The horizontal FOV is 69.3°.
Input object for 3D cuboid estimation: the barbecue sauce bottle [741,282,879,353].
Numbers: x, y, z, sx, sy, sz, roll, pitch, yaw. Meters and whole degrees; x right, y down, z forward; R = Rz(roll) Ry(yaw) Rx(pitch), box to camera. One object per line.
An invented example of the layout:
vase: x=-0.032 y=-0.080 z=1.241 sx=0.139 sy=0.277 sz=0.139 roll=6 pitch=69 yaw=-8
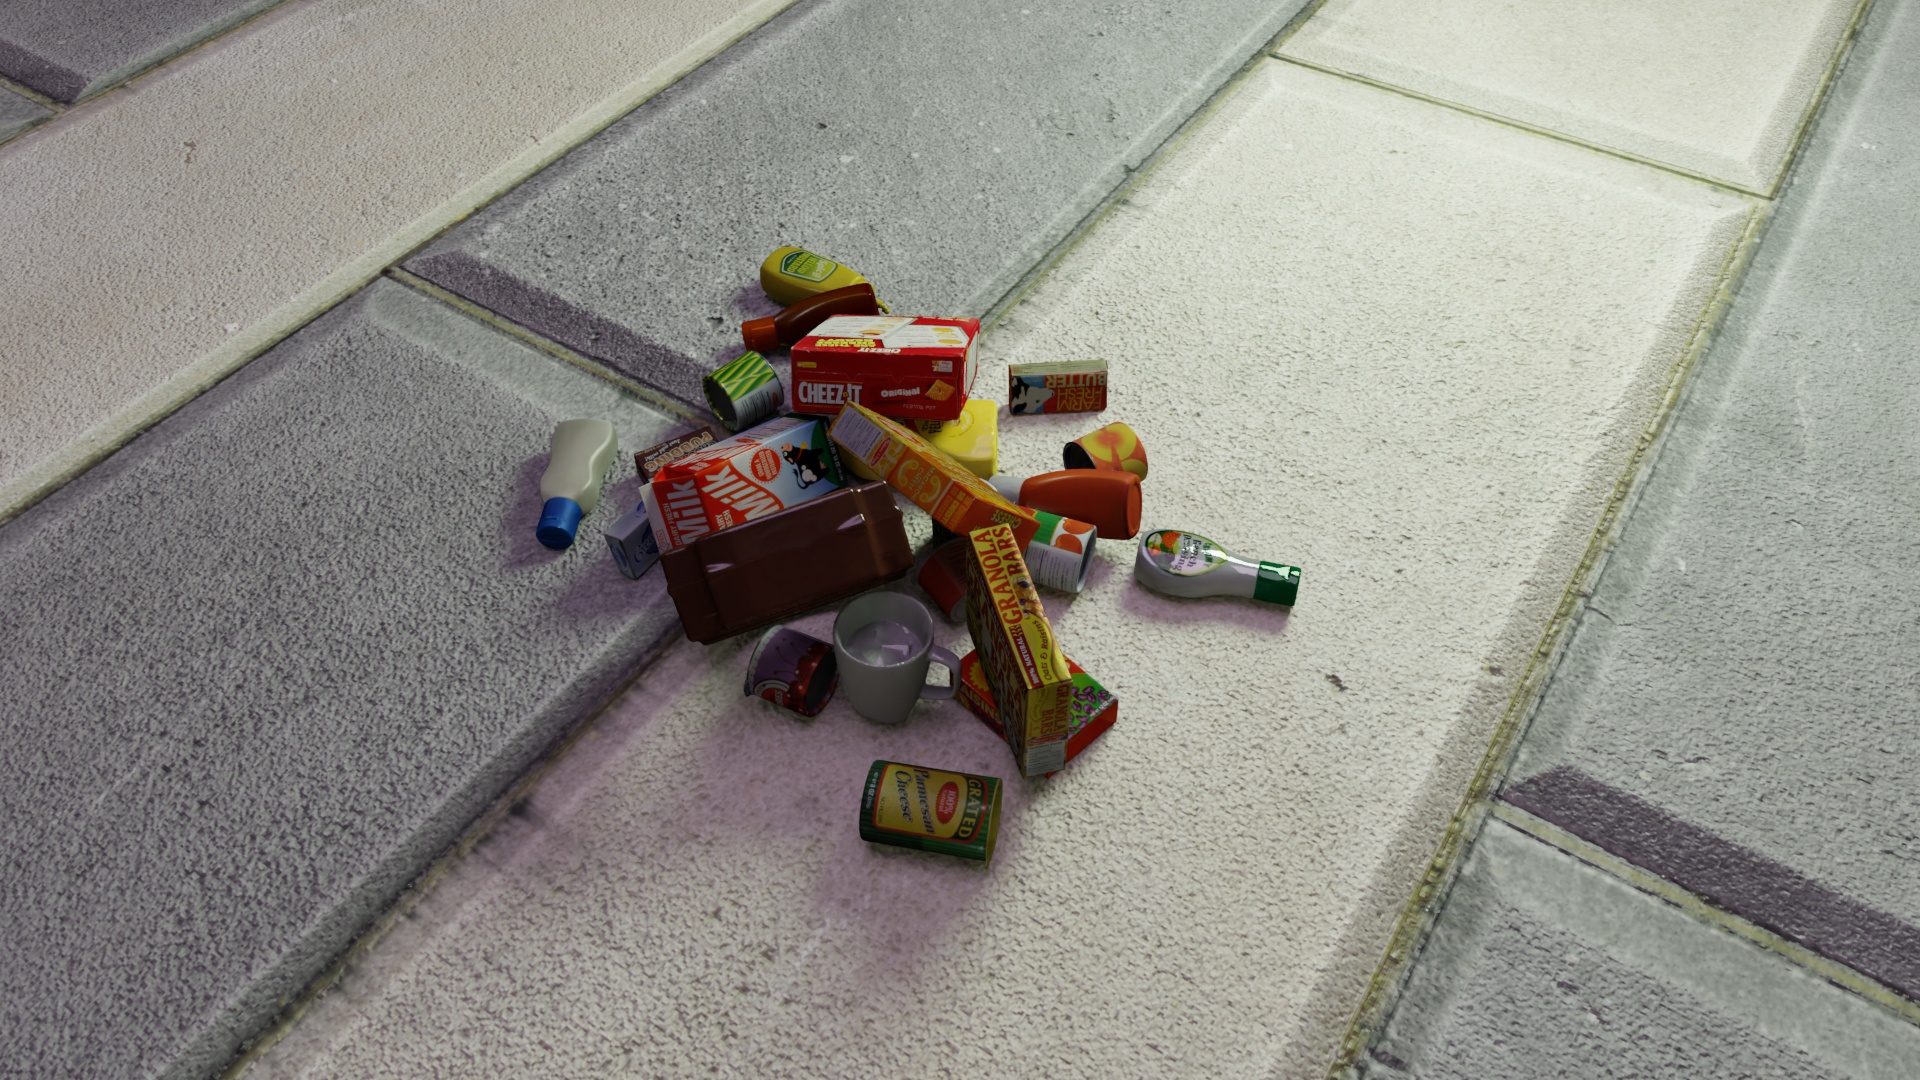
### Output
barbecue sauce bottle: x=-0.163 y=-0.236 z=1.518 sx=0.148 sy=0.064 sz=0.044 roll=-12 pitch=37 yaw=2

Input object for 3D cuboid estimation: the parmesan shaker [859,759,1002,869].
parmesan shaker: x=-0.023 y=0.215 z=1.096 sx=0.103 sy=0.071 sz=0.072 roll=7 pitch=48 yaw=9

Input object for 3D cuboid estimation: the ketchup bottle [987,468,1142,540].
ketchup bottle: x=0.096 y=-0.038 z=1.319 sx=0.149 sy=0.064 sz=0.044 roll=7 pitch=18 yaw=27

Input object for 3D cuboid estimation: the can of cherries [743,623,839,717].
can of cherries: x=-0.143 y=0.114 z=1.193 sx=0.058 sy=0.071 sz=0.072 roll=20 pitch=51 yaw=17

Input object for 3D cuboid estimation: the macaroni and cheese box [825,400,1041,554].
macaroni and cheese box: x=-0.023 y=-0.053 z=1.228 sx=0.167 sy=0.123 sz=0.040 roll=38 pitch=100 yaw=30

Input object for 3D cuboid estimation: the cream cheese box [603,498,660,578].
cream cheese box: x=-0.291 y=-0.017 z=1.324 sx=0.024 sy=0.053 sz=0.104 roll=20 pitch=50 yaw=27

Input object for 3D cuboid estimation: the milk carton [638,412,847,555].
milk carton: x=-0.210 y=-0.054 z=1.312 sx=0.191 sy=0.072 sz=0.073 roll=-27 pitch=23 yaw=-31

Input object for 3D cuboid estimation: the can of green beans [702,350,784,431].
can of green beans: x=-0.226 y=-0.155 z=1.440 sx=0.058 sy=0.071 sz=0.071 roll=-34 pitch=55 yaw=-25

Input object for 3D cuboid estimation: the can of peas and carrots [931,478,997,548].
can of peas and carrots: x=0.005 y=-0.016 z=1.311 sx=0.071 sy=0.058 sz=0.071 roll=-1 pitch=47 yaw=1

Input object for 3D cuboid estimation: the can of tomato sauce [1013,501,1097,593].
can of tomato sauce: x=0.078 y=0.006 z=1.283 sx=0.083 sy=0.070 sz=0.071 roll=15 pitch=50 yaw=14

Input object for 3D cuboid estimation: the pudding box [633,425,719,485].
pudding box: x=-0.279 y=-0.077 z=1.395 sx=0.084 sy=0.030 sz=0.050 roll=-23 pitch=52 yaw=-18

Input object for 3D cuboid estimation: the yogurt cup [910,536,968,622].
yogurt cup: x=0.000 y=0.037 z=1.260 sx=0.072 sy=0.072 sz=0.054 roll=-24 pitch=60 yaw=-19

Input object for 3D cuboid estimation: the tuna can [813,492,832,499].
tuna can: x=-0.117 y=-0.011 z=1.327 sx=0.071 sy=0.032 sz=0.071 roll=-1 pitch=48 yaw=1

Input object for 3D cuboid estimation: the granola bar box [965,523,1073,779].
granola bar box: x=0.044 y=0.088 z=1.116 sx=0.039 sy=0.123 sz=0.166 roll=-12 pitch=49 yaw=-10

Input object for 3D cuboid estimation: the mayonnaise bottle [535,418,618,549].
mayonnaise bottle: x=-0.384 y=-0.057 z=1.374 sx=0.065 sy=0.041 sz=0.149 roll=0 pitch=49 yaw=4

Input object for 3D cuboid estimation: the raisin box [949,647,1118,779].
raisin box: x=0.062 y=0.132 z=1.187 sx=0.086 sy=0.039 sz=0.123 roll=-36 pitch=57 yaw=-26

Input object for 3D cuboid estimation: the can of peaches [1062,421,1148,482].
can of peaches: x=0.143 y=-0.075 z=1.356 sx=0.058 sy=0.071 sz=0.071 roll=-25 pitch=52 yaw=-21

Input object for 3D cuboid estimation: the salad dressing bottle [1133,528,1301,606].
salad dressing bottle: x=0.235 y=0.028 z=1.273 sx=0.148 sy=0.043 sz=0.064 roll=12 pitch=50 yaw=12

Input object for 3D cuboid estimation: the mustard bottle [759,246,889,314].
mustard bottle: x=-0.148 y=-0.286 z=1.569 sx=0.160 sy=0.048 sz=0.065 roll=21 pitch=53 yaw=19

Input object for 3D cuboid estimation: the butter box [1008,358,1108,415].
butter box: x=0.102 y=-0.159 z=1.443 sx=0.103 sy=0.052 sz=0.024 roll=-3 pitch=45 yaw=-2
